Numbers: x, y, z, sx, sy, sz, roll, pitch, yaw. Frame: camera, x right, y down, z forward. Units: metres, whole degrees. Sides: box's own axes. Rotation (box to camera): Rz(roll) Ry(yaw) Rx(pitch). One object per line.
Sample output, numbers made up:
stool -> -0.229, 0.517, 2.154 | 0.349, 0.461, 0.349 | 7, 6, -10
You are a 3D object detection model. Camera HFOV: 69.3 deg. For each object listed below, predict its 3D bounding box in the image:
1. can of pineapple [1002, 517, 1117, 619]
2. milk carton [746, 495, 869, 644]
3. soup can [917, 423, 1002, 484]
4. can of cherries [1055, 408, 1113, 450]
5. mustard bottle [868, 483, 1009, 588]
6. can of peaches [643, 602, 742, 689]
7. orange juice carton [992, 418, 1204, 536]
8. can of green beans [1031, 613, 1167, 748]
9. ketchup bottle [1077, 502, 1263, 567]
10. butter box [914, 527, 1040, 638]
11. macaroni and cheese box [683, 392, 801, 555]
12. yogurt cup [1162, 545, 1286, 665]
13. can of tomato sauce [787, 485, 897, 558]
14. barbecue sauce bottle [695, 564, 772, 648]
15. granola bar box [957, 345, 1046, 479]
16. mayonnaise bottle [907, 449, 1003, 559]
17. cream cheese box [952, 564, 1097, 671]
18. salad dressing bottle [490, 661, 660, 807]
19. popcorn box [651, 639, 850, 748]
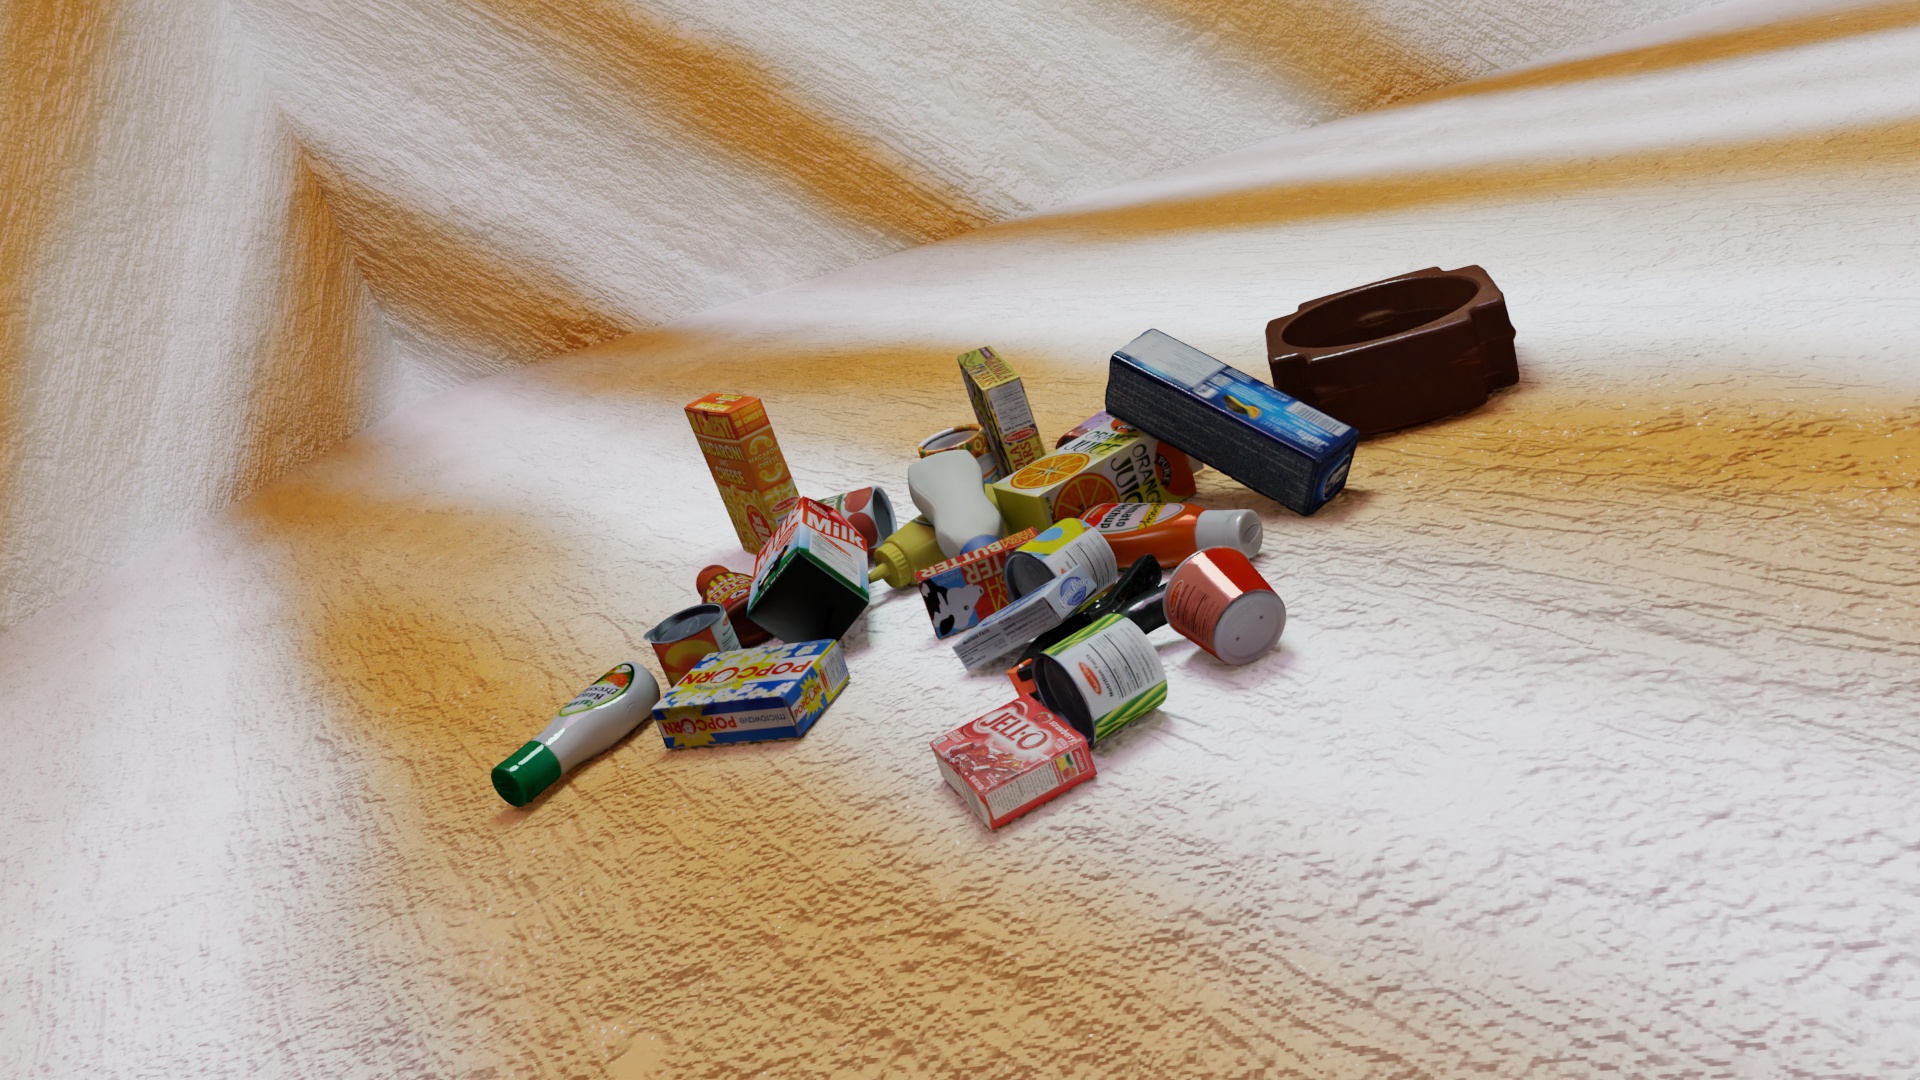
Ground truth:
can of pineapple -> 0.073, 0.024, 1.037 | 0.058, 0.070, 0.071 | -32, 23, -32
milk carton -> -0.128, 0.024, 1.183 | 0.072, 0.073, 0.191 | -50, 16, 13
soup can -> 0.005, -0.058, 1.294 | 0.071, 0.083, 0.071 | -17, 20, 6
can of cherries -> 0.127, -0.079, 1.261 | 0.058, 0.071, 0.071 | -33, 23, -29
mustard bottle -> -0.024, 0.003, 1.211 | 0.161, 0.048, 0.065 | -30, 25, -28
can of peaches -> -0.217, 0.092, 1.143 | 0.071, 0.058, 0.071 | -18, 20, 7
orange juice carton -> 0.130, -0.052, 1.178 | 0.193, 0.071, 0.073 | -29, 22, -25
can of green beans -> 0.086, 0.086, 0.860 | 0.058, 0.071, 0.071 | -27, 20, -21
ketchup bottle -> 0.158, -0.004, 1.065 | 0.148, 0.043, 0.065 | 0, 30, 43
butter box -> 0.021, 0.033, 1.082 | 0.103, 0.053, 0.024 | -21, 21, -5
macaroni and cheese box -> -0.208, -0.062, 1.382 | 0.040, 0.166, 0.124 | -30, 21, -25
yogurt cup -> 0.172, 0.044, 0.892 | 0.072, 0.072, 0.054 | -24, 32, -11
can of tomato sauce -> -0.109, -0.012, 1.301 | 0.083, 0.071, 0.071 | -14, 20, 15
barbecue sauce bottle -> -0.205, 0.055, 1.254 | 0.065, 0.043, 0.148 | -27, 20, -16
granola bar box -> 0.043, -0.112, 1.340 | 0.039, 0.123, 0.166 | -21, 19, -2
mayonnaise bottle -> 0.004, -0.015, 1.158 | 0.065, 0.041, 0.149 | -16, 46, -10
cream cheese box -> 0.045, 0.056, 0.985 | 0.103, 0.024, 0.053 | -33, 3, 42
salad dressing bottle -> -0.300, 0.151, 1.087 | 0.064, 0.044, 0.148 | -4, 25, 36
popcorn box -> -0.158, 0.116, 1.052 | 0.126, 0.038, 0.085 | -9, 23, 28
